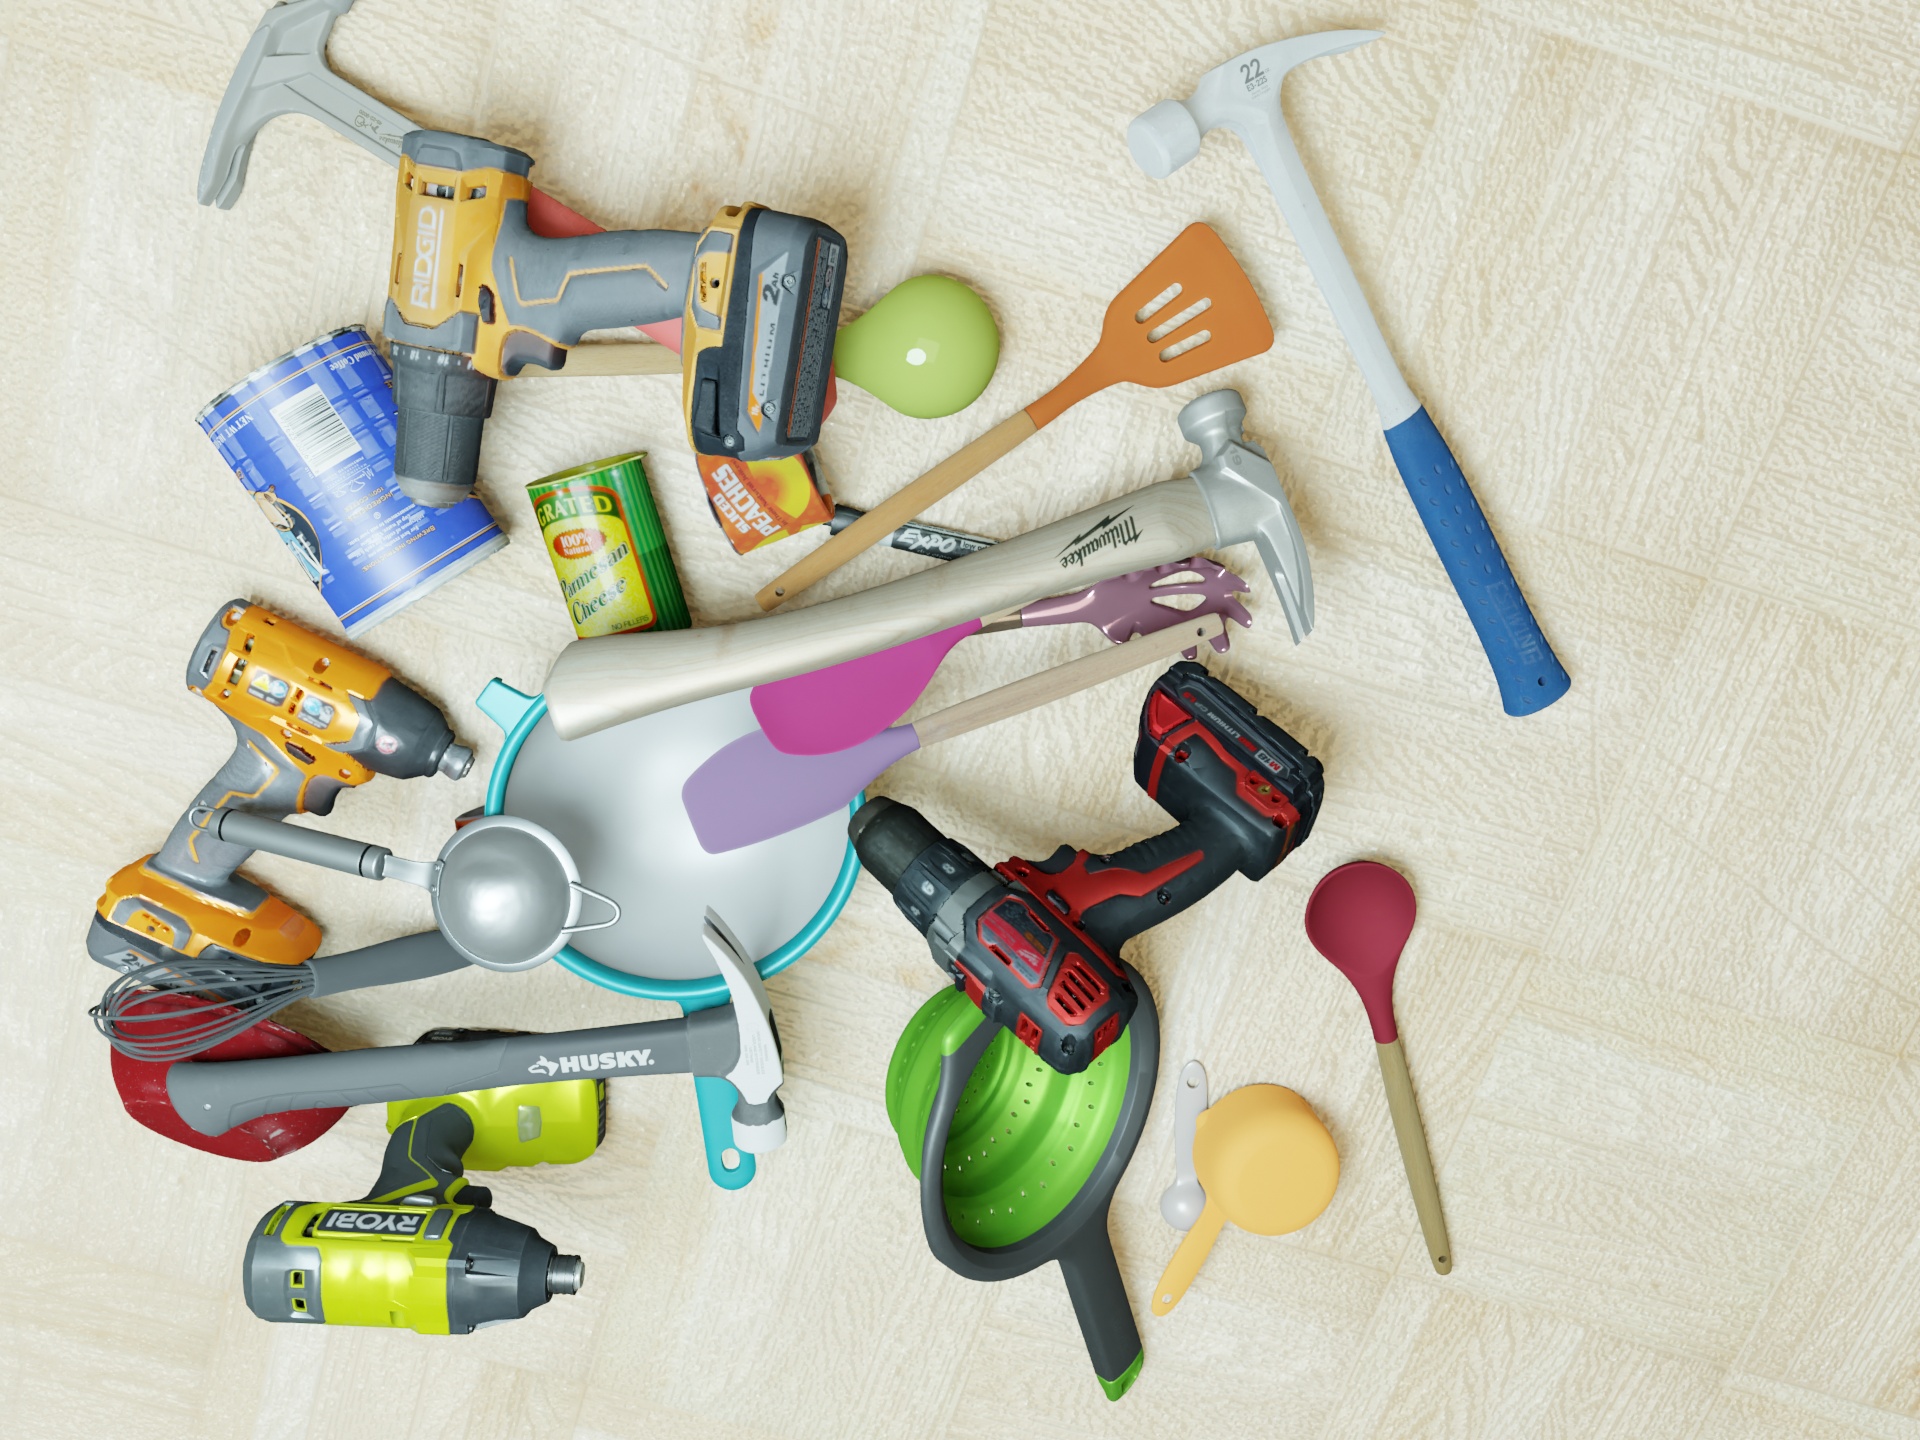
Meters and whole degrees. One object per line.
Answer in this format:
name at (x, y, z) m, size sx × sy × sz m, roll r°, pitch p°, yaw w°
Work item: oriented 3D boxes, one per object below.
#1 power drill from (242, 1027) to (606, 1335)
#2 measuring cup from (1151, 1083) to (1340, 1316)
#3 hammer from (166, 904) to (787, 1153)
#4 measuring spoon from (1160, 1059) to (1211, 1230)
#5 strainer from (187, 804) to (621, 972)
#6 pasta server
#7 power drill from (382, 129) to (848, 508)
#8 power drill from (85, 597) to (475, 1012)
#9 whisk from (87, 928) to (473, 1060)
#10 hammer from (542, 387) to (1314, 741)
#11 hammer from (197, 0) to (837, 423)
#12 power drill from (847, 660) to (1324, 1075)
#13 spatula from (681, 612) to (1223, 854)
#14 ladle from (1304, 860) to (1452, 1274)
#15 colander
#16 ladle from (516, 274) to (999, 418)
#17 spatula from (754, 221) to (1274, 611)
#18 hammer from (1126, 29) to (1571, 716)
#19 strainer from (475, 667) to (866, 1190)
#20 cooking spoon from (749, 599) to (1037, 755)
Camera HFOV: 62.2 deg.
power drill at (-0.287, 0.269, 0.928) m, size 0.171 × 0.223 × 0.080 m, roll 3°, pitch 107°, yaw -1°
measuring cup at (0.176, 0.319, 1.016) m, size 0.095 × 0.052 × 0.173 m, roll 30°, pitch 93°, yaw -13°
hammer at (-0.269, 0.188, 0.889) m, size 0.334 × 0.035 × 0.146 m, roll -5°, pitch 111°, yaw -3°
measuring spoon at (0.150, 0.281, 1.037) m, size 0.034 × 0.018 × 0.124 m, roll 0°, pitch 106°, yaw 0°
strainer at (-0.313, 0.081, 0.868) m, size 0.258 × 0.050 × 0.087 m, roll 12°, pitch 96°, yaw 13°
pasta server at (0.009, -0.055, 0.929) m, size 0.316 × 0.040 × 0.060 m, roll -7°, pitch 117°, yaw 3°
power drill at (-0.183, -0.183, 0.794) m, size 0.226 × 0.084 × 0.185 m, roll 13°, pitch 102°, yaw 10°
power drill at (-0.400, 0.061, 0.944) m, size 0.164 × 0.084 × 0.226 m, roll 27°, pitch 101°, yaw -9°
whisk at (-0.371, 0.148, 0.914) m, size 0.055 × 0.239 × 0.055 m, roll 6°, pitch 99°, yaw 42°
hammer at (-0.015, -0.055, 0.850) m, size 0.410 × 0.038 × 0.146 m, roll -18°, pitch 77°, yaw -8°
hammer at (-0.227, -0.252, 0.845) m, size 0.359 × 0.037 × 0.149 m, roll 32°, pitch 104°, yaw 1°
power drill at (0.068, 0.064, 0.881) m, size 0.227 × 0.080 × 0.188 m, roll -38°, pitch 64°, yaw -24°
spatula at (-0.001, -0.003, 0.882) m, size 0.316 × 0.018 × 0.059 m, roll -20°, pitch 101°, yaw -6°
ladle at (0.279, 0.225, 1.017) m, size 0.069 × 0.031 × 0.315 m, roll -15°, pitch 108°, yaw 7°
colander at (0.042, 0.288, 1.003) m, size 0.204 × 0.095 × 0.396 m, roll -39°, pitch 129°, yaw -31°
ladle at (-0.138, -0.204, 0.890) m, size 0.320 × 0.062 × 0.078 m, roll 0°, pitch 108°, yaw 7°
spatula at (0.020, -0.154, 0.888) m, size 0.322 × 0.041 × 0.081 m, roll -34°, pitch 104°, yaw 3°
hammer at (0.245, -0.181, 0.880) m, size 0.144 × 0.035 × 0.405 m, roll -35°, pitch 108°, yaw -10°
strainer at (-0.156, 0.109, 0.945) m, size 0.211 × 0.095 × 0.340 m, roll -8°, pitch 107°, yaw -6°
cooking spoon at (0.031, -0.070, 0.885) m, size 0.319 × 0.017 × 0.069 m, roll -28°, pitch 80°, yaw -11°
